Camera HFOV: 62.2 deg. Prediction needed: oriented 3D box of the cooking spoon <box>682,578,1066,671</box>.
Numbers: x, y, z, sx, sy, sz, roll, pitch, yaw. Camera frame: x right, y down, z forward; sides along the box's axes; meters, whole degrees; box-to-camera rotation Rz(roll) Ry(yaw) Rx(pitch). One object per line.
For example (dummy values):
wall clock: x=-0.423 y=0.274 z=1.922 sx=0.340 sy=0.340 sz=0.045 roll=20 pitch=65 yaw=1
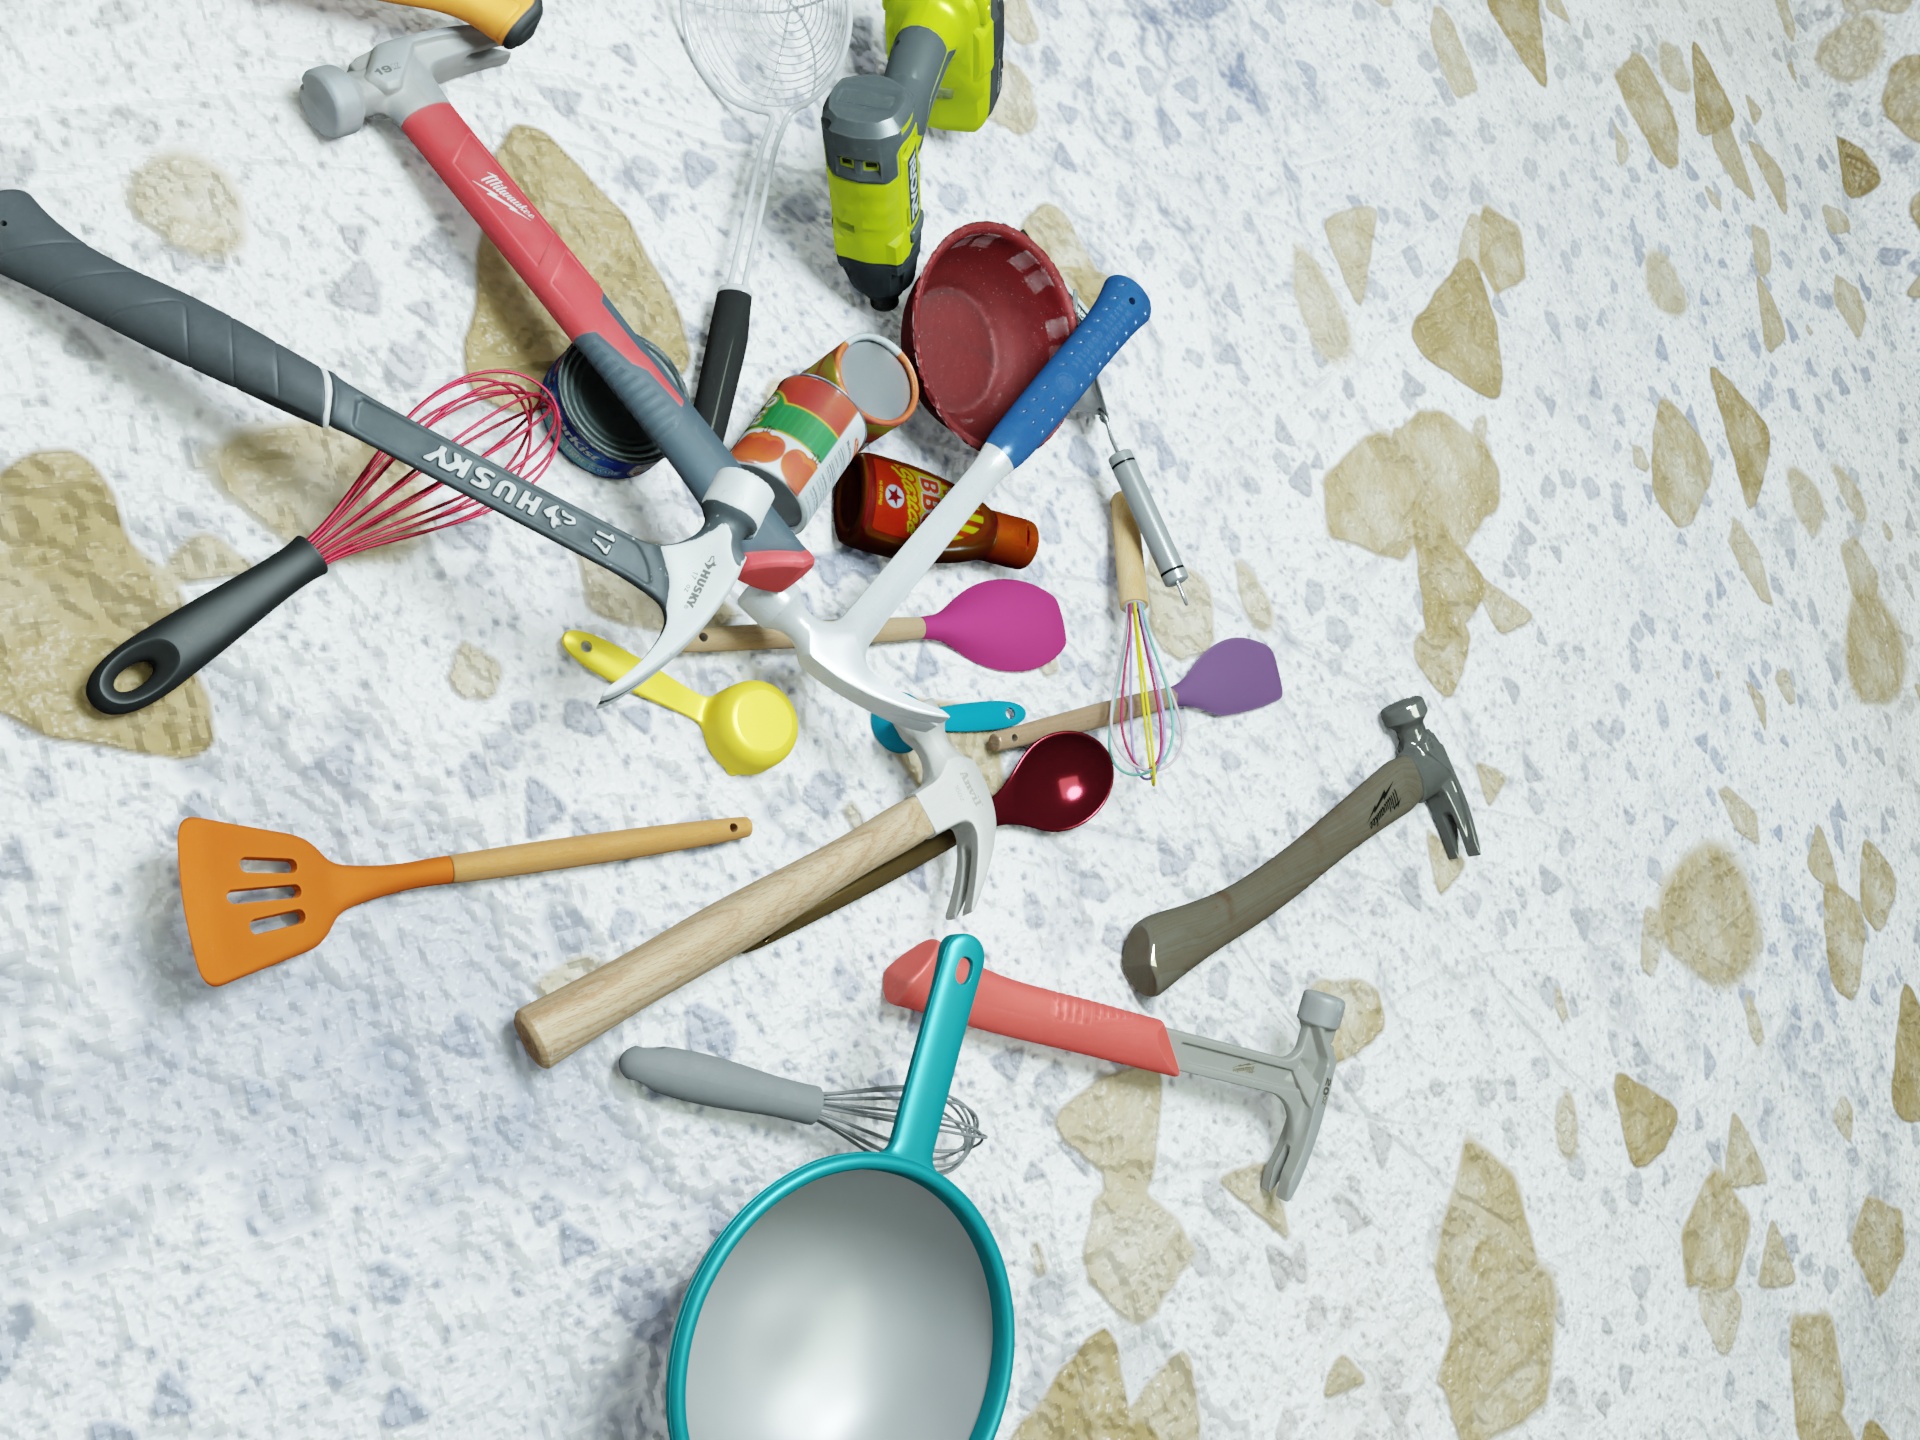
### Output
cooking spoon: x=-0.047 y=-0.060 z=1.055 sx=0.318 sy=0.017 sz=0.069 roll=-6 pitch=80 yaw=-39

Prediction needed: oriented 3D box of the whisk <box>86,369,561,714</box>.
whisk: x=-0.323 y=-0.097 z=0.833 sx=0.296 sy=0.073 sz=0.073 roll=-45 pitch=105 yaw=-31

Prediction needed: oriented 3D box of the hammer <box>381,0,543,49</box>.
hammer: x=-0.396 y=-0.432 z=0.862 sx=0.336 sy=0.034 sz=0.127 roll=1 pitch=76 yaw=-30

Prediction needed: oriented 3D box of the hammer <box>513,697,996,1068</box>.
hammer: x=-0.107 y=0.108 z=0.933 sx=0.331 sy=0.031 sz=0.130 roll=-29 pitch=90 yaw=-35

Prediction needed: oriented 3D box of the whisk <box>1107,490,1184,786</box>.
whisk: x=0.128 y=-0.063 z=1.165 sx=0.047 sy=0.051 sz=0.245 roll=34 pitch=46 yaw=-48

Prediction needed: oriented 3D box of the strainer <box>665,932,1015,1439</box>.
strainer: x=-0.063 y=0.281 z=0.885 sx=0.210 sy=0.095 sz=0.340 roll=29 pitch=66 yaw=-29

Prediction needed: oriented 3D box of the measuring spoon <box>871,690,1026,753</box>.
measuring spoon: x=-0.002 y=-0.003 z=1.070 sx=0.128 sy=0.021 sz=0.042 roll=-5 pitch=80 yaw=-36

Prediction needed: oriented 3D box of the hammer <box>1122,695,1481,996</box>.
hammer: x=0.273 y=0.117 z=1.239 sx=0.410 sy=0.038 sz=0.146 roll=-27 pitch=95 yaw=-39

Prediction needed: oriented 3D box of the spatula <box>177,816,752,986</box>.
spatula: x=-0.246 y=0.075 z=0.850 sx=0.322 sy=0.041 sz=0.081 roll=-6 pitch=80 yaw=-39

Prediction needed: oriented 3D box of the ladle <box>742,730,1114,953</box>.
ladle: x=-0.017 y=0.081 z=1.033 sx=0.315 sy=0.031 sz=0.069 roll=-25 pitch=101 yaw=-37

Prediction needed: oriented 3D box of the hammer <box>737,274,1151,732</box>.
hammer: x=0.023 y=-0.163 z=1.057 sx=0.144 sy=0.035 sz=0.406 roll=43 pitch=59 yaw=-11

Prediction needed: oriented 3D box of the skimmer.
skimmer: x=-0.147 y=-0.342 z=1.014 sx=0.090 sy=0.127 sz=0.363 roll=39 pitch=56 yaw=-62

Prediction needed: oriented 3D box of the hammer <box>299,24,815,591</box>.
hammer: x=-0.206 y=-0.241 z=0.930 sx=0.386 sy=0.038 sz=0.143 roll=51 pitch=51 yaw=0

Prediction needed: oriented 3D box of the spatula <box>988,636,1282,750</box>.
spatula: x=0.139 y=-0.015 z=1.185 sx=0.316 sy=0.018 sz=0.060 roll=-14 pitch=90 yaw=-40

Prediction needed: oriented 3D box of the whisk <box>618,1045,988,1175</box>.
whisk: x=-0.088 y=0.223 z=0.928 sx=0.238 sy=0.055 sz=0.055 roll=21 pitch=65 yaw=-27

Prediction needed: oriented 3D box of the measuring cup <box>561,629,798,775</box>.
measuring cup: x=-0.163 y=-0.018 z=0.946 sx=0.156 sy=0.029 sz=0.062 roll=29 pitch=61 yaw=-30

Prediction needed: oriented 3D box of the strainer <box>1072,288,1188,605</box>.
strainer: x=0.115 y=-0.201 z=1.185 sx=0.050 sy=0.087 sz=0.258 roll=-24 pitch=79 yaw=4

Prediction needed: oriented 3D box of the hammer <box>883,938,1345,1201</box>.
hammer: x=0.107 y=0.222 z=1.068 sx=0.358 sy=0.037 sz=0.149 roll=19 pitch=86 yaw=-28

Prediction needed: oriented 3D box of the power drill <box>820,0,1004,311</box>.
power drill: x=-0.035 y=-0.407 z=1.093 sx=0.080 sy=0.171 sz=0.223 roll=12 pitch=60 yaw=9

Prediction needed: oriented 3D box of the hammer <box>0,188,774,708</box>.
hammer: x=-0.306 y=-0.149 z=0.807 sx=0.408 sy=0.036 sz=0.149 roll=27 pitch=69 yaw=-11
